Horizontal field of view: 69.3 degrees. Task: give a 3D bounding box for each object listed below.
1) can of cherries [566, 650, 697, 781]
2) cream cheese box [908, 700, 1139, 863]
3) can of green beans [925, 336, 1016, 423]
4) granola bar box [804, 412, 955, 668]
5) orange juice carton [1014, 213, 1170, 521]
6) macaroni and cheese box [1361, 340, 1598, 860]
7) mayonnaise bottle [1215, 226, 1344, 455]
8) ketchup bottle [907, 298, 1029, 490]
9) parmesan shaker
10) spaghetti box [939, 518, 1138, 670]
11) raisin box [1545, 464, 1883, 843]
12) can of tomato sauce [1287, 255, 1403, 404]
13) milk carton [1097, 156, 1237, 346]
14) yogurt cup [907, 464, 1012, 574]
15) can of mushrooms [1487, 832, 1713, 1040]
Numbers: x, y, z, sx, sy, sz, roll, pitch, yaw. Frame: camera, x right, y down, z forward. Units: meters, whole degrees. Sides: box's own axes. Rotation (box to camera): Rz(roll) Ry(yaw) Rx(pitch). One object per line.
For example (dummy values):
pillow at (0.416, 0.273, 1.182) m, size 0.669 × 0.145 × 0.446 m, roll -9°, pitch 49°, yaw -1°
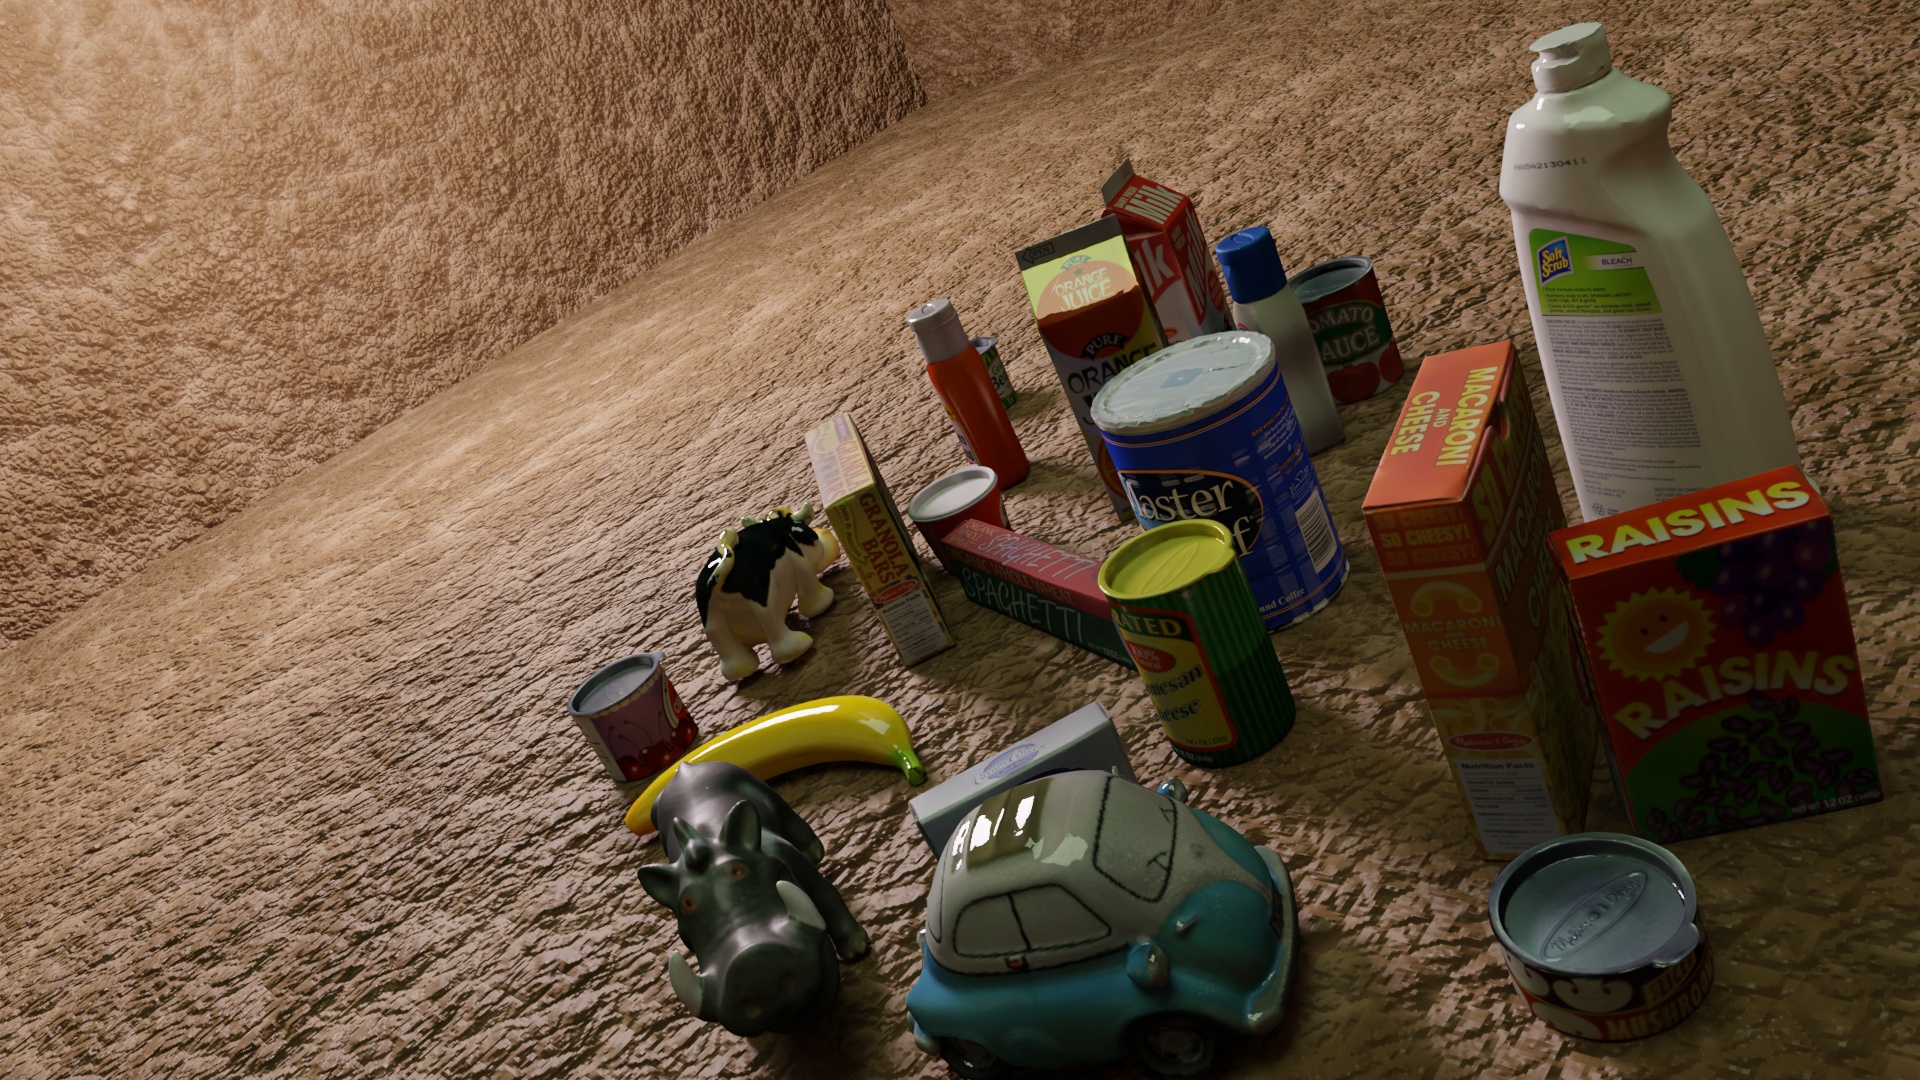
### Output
can of cherries at (-0.214, 0.116, 0.920) m, size 0.071 × 0.058 × 0.072 m, roll -21°, pitch 23°, yaw 10°
cream cheese box at (0.033, 0.124, 0.659) m, size 0.104 × 0.053 × 0.024 m, roll -27°, pitch 23°, yaw -5°
can of green beans at (0.010, -0.142, 1.246) m, size 0.071 × 0.057 × 0.071 m, roll -21°, pitch 23°, yaw 10°
granola bar box at (-0.056, -0.005, 0.935) m, size 0.039 × 0.123 × 0.166 m, roll -26°, pitch 23°, yaw -1°
orange juice carton at (0.104, -0.118, 0.928) m, size 0.072 × 0.192 × 0.073 m, roll -20°, pitch 23°, yaw 13°
macaroni and cheese box at (0.214, 0.023, 0.550) m, size 0.040 × 0.166 × 0.124 m, roll -9°, pitch 28°, yaw 35°
mayonnaise bottle at (0.207, -0.130, 0.908) m, size 0.041 × 0.147 × 0.065 m, roll -26°, pitch 23°, yaw -1°
ketchup bottle at (0.006, -0.113, 1.072) m, size 0.043 × 0.148 × 0.065 m, roll -26°, pitch 23°, yaw -1°
parmesan shaker at (0.117, 0.050, 0.669) m, size 0.071 × 0.102 × 0.071 m, roll -21°, pitch 23°, yaw 10°
spaghetti box at (0.064, 0.033, 0.827) m, size 0.029 × 0.050 × 0.250 m, roll -34°, pitch 24°, yaw -20°
raisin box at (0.272, 0.044, 0.501) m, size 0.086 × 0.123 × 0.040 m, roll -17°, pitch 24°, yaw 19°
can of tomato sauce at (0.264, -0.144, 0.963) m, size 0.071 × 0.083 × 0.071 m, roll -21°, pitch 23°, yaw 10°
milk carton at (0.147, -0.184, 1.028) m, size 0.073 × 0.190 × 0.073 m, roll -11°, pitch 27°, yaw 31°
yogurt cup at (0.003, -0.012, 0.980) m, size 0.072 × 0.053 × 0.073 m, roll -21°, pitch 23°, yaw 10°
can of mushrooms at (0.220, 0.135, 0.473) m, size 0.071 × 0.033 × 0.071 m, roll -21°, pitch 23°, yaw 10°
